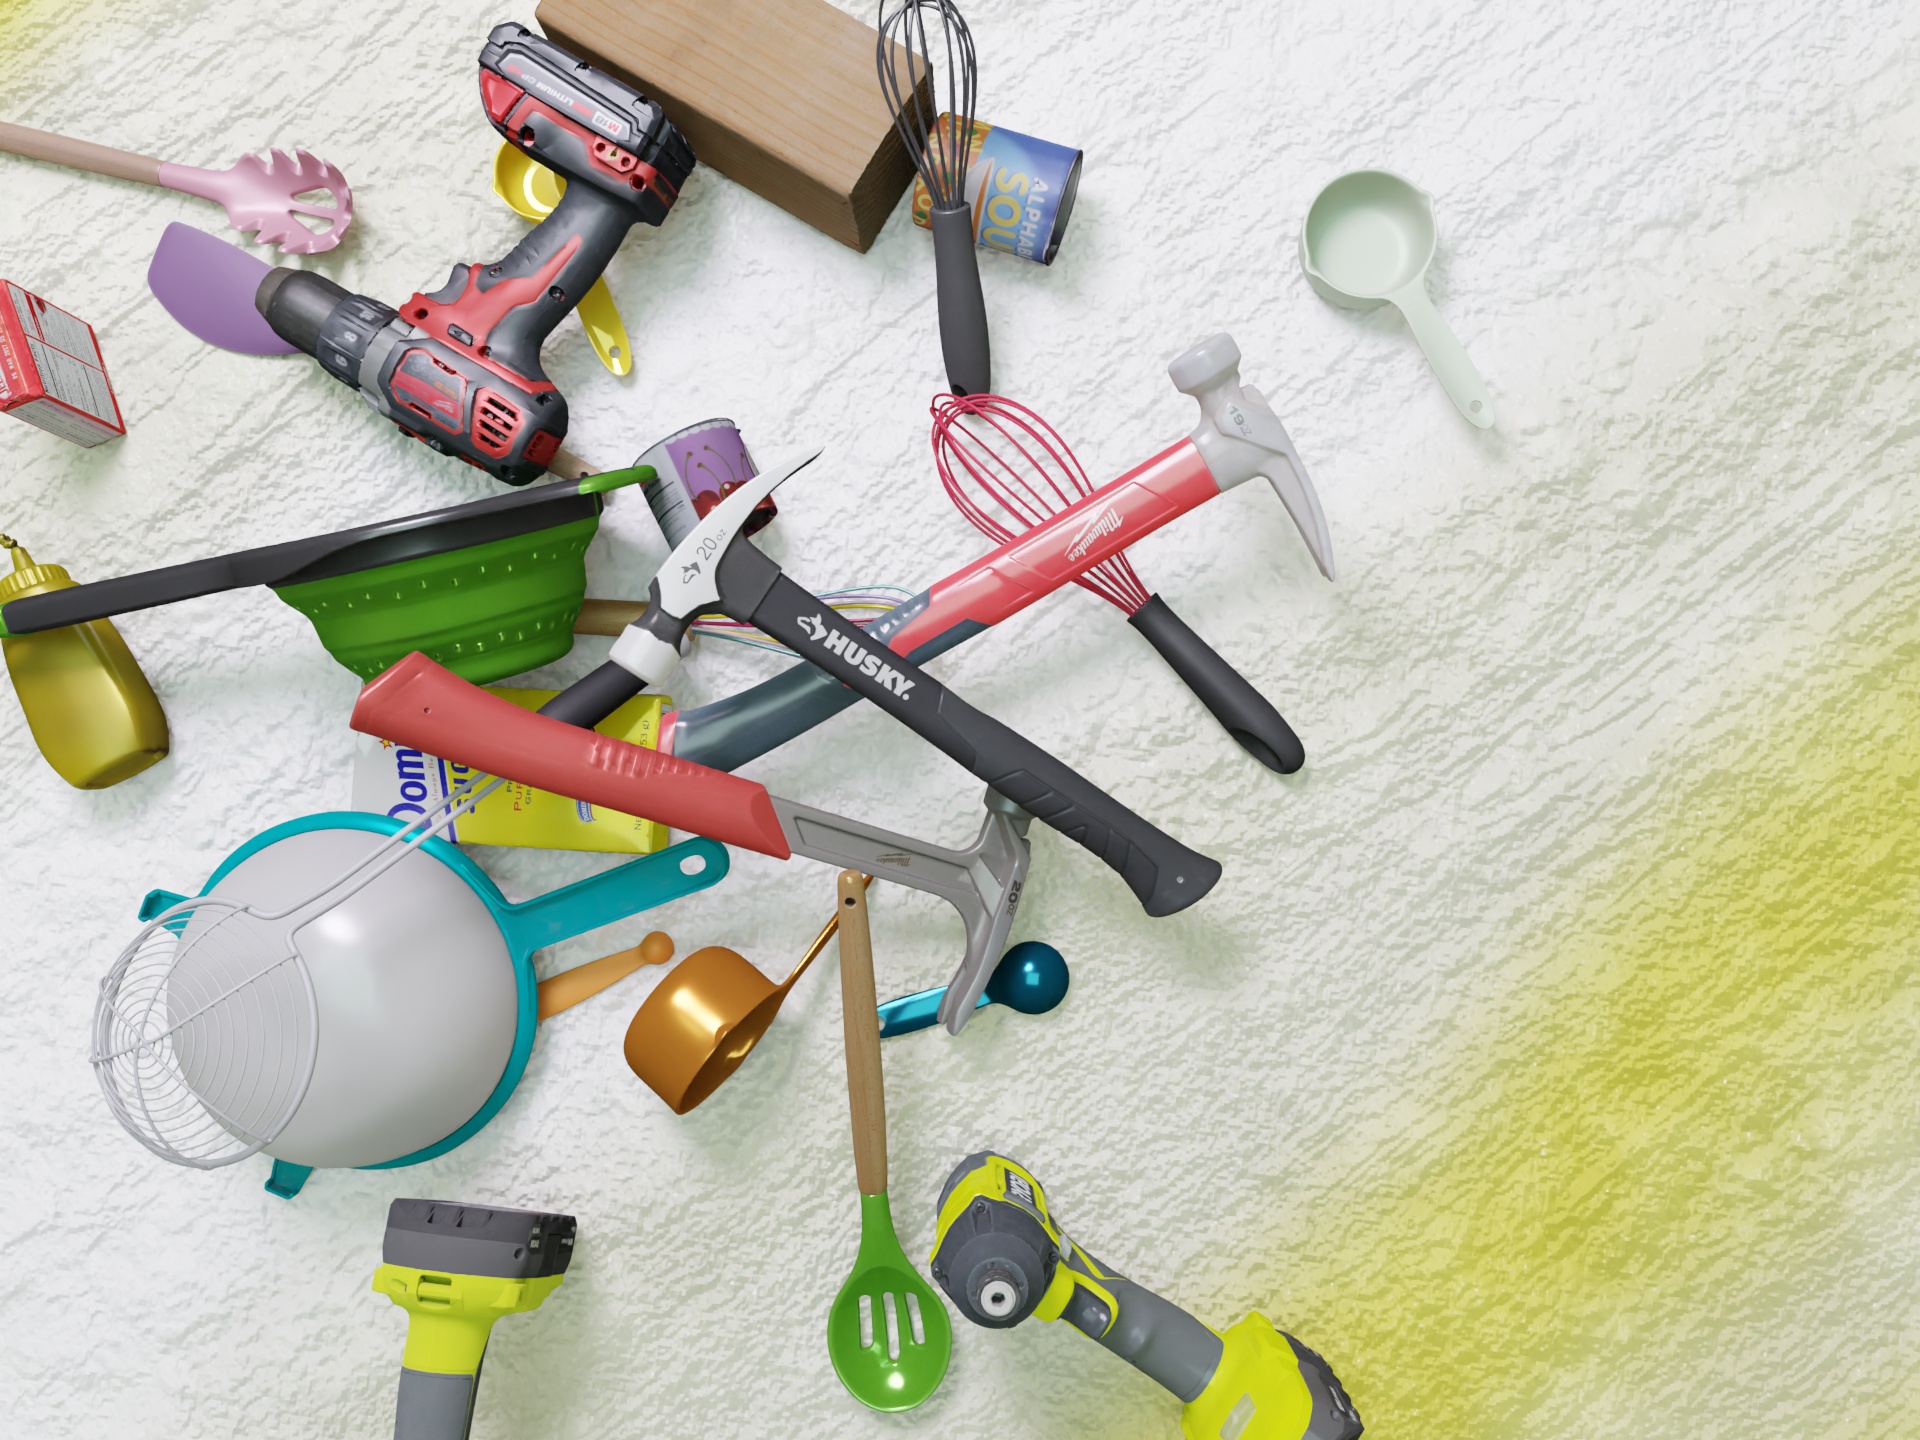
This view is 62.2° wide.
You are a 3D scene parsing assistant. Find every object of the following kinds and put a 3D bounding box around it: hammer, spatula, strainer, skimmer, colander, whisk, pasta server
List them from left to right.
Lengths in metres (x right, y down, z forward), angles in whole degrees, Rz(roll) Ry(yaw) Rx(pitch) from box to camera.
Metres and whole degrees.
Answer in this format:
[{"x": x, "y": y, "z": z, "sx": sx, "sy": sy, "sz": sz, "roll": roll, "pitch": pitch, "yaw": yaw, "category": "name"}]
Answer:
[{"x": -0.507, "y": -0.336, "z": 0.955, "sx": 0.316, "sy": 0.040, "sz": 0.060, "roll": 14, "pitch": 98, "yaw": 5, "category": "pasta server"}, {"x": -0.352, "y": -0.052, "z": 0.866, "sx": 0.397, "sy": 0.204, "sz": 0.094, "roll": -11, "pitch": 102, "yaw": 8, "category": "colander"}, {"x": -0.348, "y": -0.208, "z": 0.948, "sx": 0.316, "sy": 0.018, "sz": 0.060, "roll": 27, "pitch": 99, "yaw": 5, "category": "spatula"}, {"x": -0.278, "y": 0.073, "z": 0.827, "sx": 0.127, "sy": 0.090, "sz": 0.363, "roll": 36, "pitch": 57, "yaw": 18, "category": "skimmer"}, {"x": -0.288, "y": 0.138, "z": 0.857, "sx": 0.340, "sy": 0.095, "sz": 0.211, "roll": -21, "pitch": 96, "yaw": 9, "category": "strainer"}, {"x": -0.134, "y": 0.052, "z": 0.829, "sx": 0.359, "sy": 0.037, "sz": 0.149, "roll": 18, "pitch": 92, "yaw": -19, "category": "hammer"}, {"x": -0.133, "y": -0.059, "z": 0.917, "sx": 0.245, "sy": 0.047, "sz": 0.051, "roll": 4, "pitch": 88, "yaw": 6, "category": "whisk"}, {"x": -0.009, "y": -0.279, "z": 0.870, "sx": 0.055, "sy": 0.055, "sz": 0.238, "roll": -7, "pitch": 123, "yaw": 2, "category": "whisk"}, {"x": -0.001, "y": -0.003, "z": 0.825, "sx": 0.334, "sy": 0.035, "sz": 0.146, "roll": 34, "pitch": 83, "yaw": -12, "category": "hammer"}, {"x": 0.008, "y": -0.049, "z": 0.863, "sx": 0.386, "sy": 0.038, "sz": 0.143, "roll": -30, "pitch": 100, "yaw": 8, "category": "hammer"}, {"x": 0.089, "y": -0.078, "z": 0.902, "sx": 0.073, "sy": 0.073, "sz": 0.296, "roll": -44, "pitch": 90, "yaw": -1, "category": "whisk"}]

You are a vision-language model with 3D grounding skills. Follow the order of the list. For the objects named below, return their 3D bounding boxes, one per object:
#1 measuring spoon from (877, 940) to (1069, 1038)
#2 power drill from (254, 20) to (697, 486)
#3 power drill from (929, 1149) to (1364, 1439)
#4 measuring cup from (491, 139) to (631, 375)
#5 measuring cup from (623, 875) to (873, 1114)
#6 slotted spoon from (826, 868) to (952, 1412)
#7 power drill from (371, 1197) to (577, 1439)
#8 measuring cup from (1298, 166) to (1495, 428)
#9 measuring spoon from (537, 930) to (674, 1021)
[{"x": 0.000, "y": 0.160, "z": 0.906, "sx": 0.128, "sy": 0.021, "sz": 0.042, "roll": -17, "pitch": 86, "yaw": 2, "category": "measuring spoon"}, {"x": -0.273, "y": -0.268, "z": 0.896, "sx": 0.188, "sy": 0.080, "sz": 0.226, "roll": 30, "pitch": 94, "yaw": 2, "category": "power drill"}, {"x": 0.086, "y": 0.318, "z": 0.820, "sx": 0.223, "sy": 0.171, "sz": 0.080, "roll": 33, "pitch": 88, "yaw": 1, "category": "power drill"}, {"x": -0.227, "y": -0.277, "z": 0.946, "sx": 0.062, "sy": 0.029, "sz": 0.156, "roll": -22, "pitch": 92, "yaw": 2, "category": "measuring cup"}, {"x": -0.119, "y": 0.137, "z": 0.893, "sx": 0.052, "sy": 0.095, "sz": 0.174, "roll": 36, "pitch": 70, "yaw": 11, "category": "measuring cup"}, {"x": -0.047, "y": 0.230, "z": 0.861, "sx": 0.070, "sy": 0.031, "sz": 0.313, "roll": -3, "pitch": 104, "yaw": 2, "category": "slotted spoon"}, {"x": -0.267, "y": 0.376, "z": 0.839, "sx": 0.080, "sy": 0.190, "sz": 0.229, "roll": 6, "pitch": 72, "yaw": 3, "category": "power drill"}, {"x": 0.255, "y": -0.236, "z": 0.913, "sx": 0.083, "sy": 0.038, "sz": 0.167, "roll": -31, "pitch": 87, "yaw": 0, "category": "measuring cup"}, {"x": -0.221, "y": 0.152, "z": 0.922, "sx": 0.117, "sy": 0.011, "sz": 0.021, "roll": -25, "pitch": 85, "yaw": 1, "category": "measuring spoon"}]
